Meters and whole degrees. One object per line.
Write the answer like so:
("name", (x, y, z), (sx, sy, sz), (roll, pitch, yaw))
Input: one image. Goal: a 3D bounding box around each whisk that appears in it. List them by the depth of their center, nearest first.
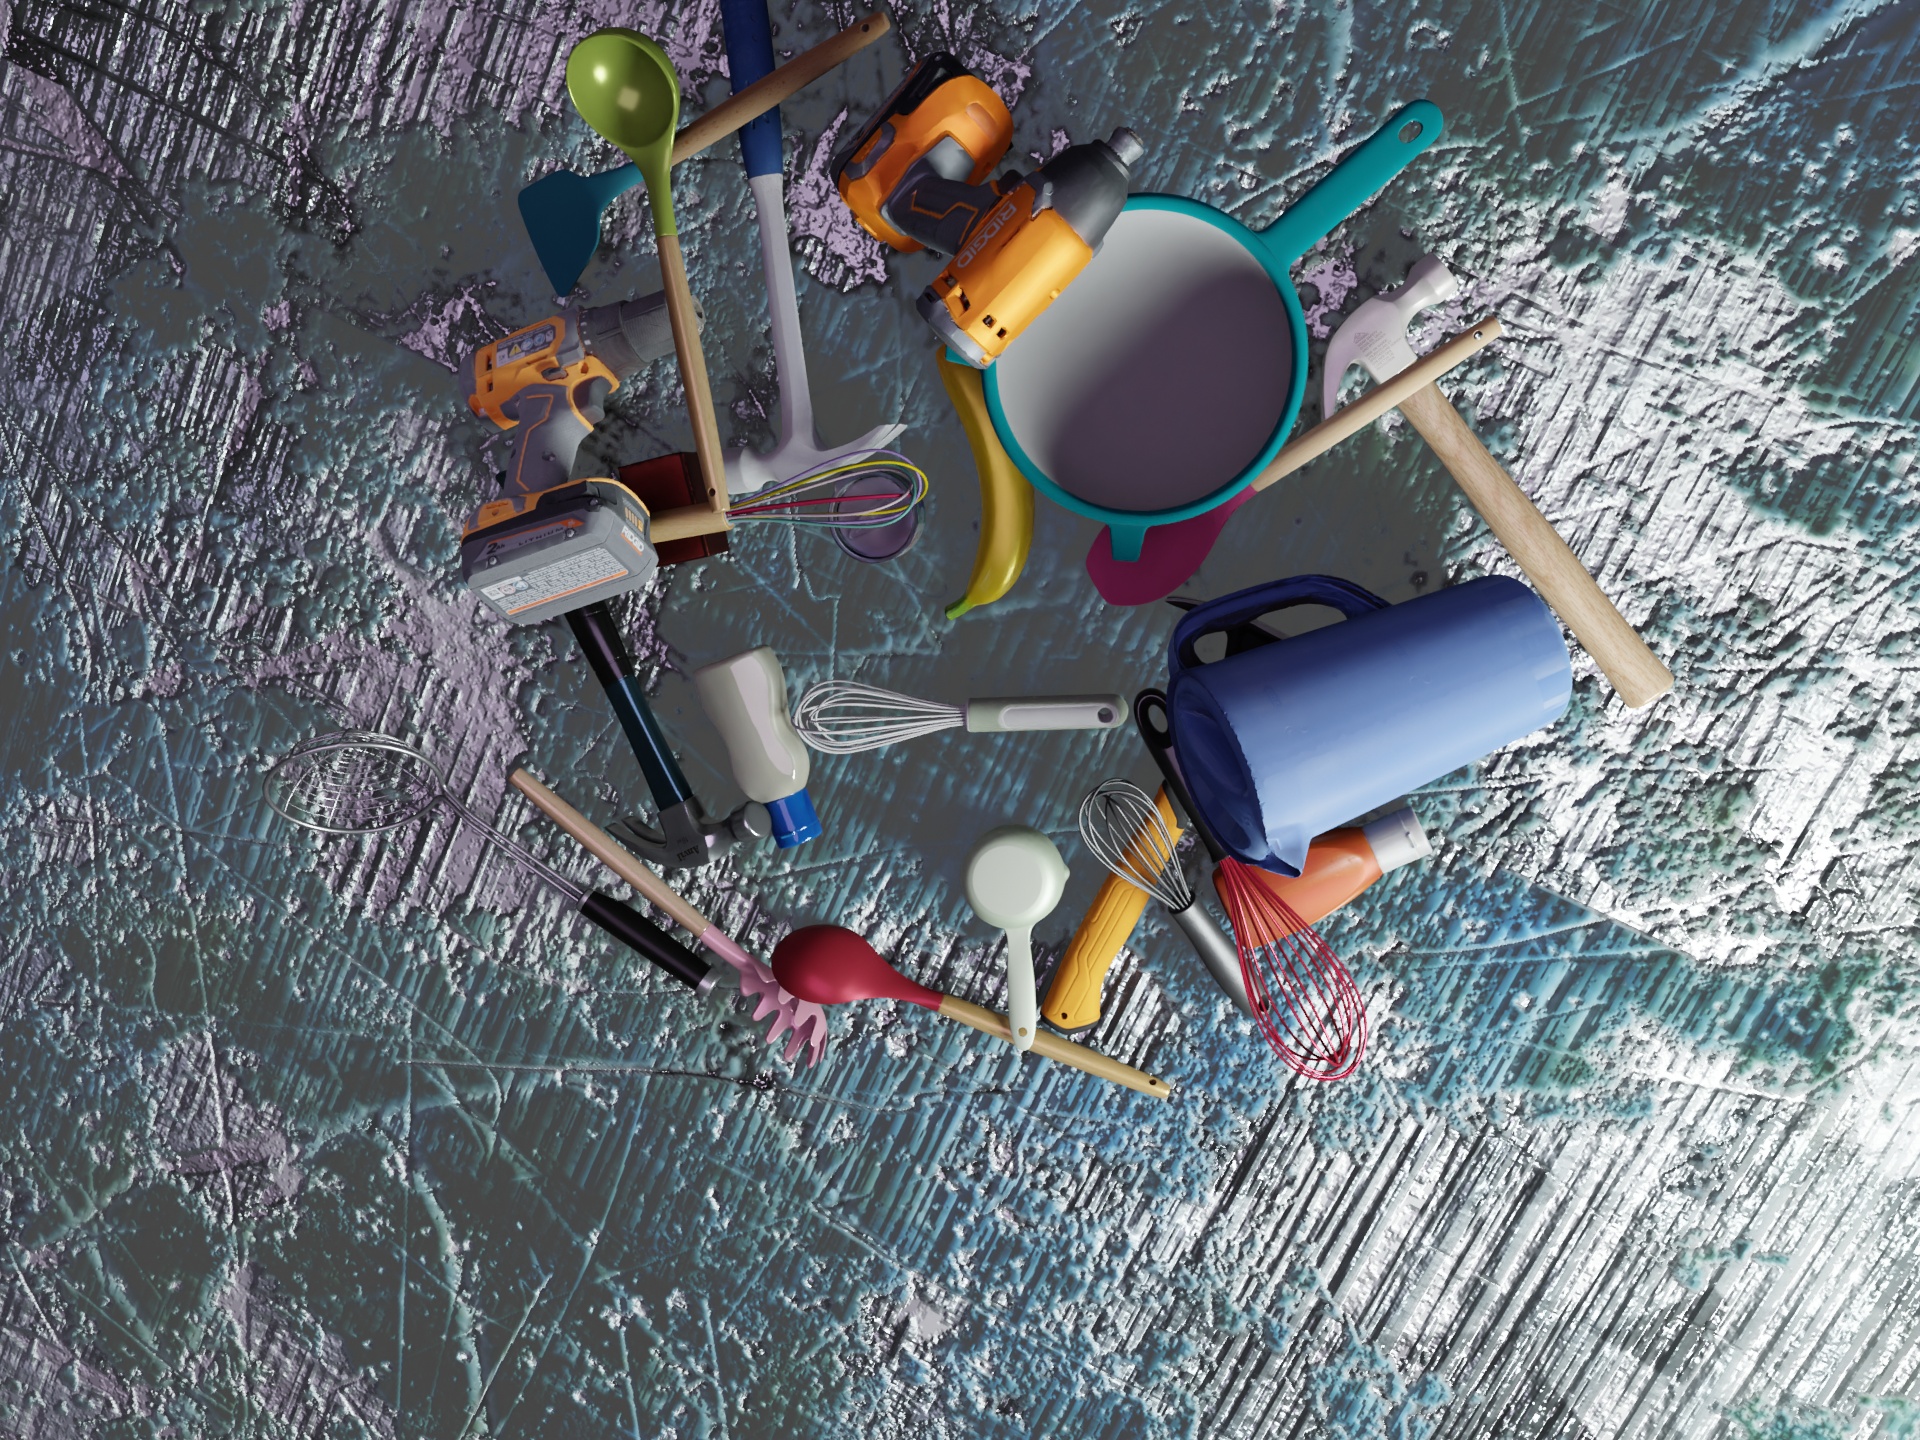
("whisk", (0.193, 0.110, 1.092), (0.073, 0.073, 0.296), (-28, 84, 13))
("whisk", (-0.140, -0.144, 1.105), (0.245, 0.047, 0.051), (-8, 85, 15))
("whisk", (0.156, 0.132, 1.119), (0.055, 0.055, 0.238), (-32, 115, 13))
("whisk", (-0.002, -0.004, 1.155), (0.246, 0.059, 0.057), (-2, 111, 6))

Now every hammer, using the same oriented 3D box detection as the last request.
("hammer", (0.364, -0.144, 1.074), (0.130, 0.031, 0.331), (-38, 92, 13))
("hammer", (-0.129, -0.369, 1.112), (0.144, 0.035, 0.405), (-4, 97, 24))
("hammer", (0.136, 0.077, 1.150), (0.127, 0.034, 0.337), (27, 103, 4))
("hammer", (-0.260, -0.042, 1.188), (0.128, 0.033, 0.331), (-25, 90, 31))

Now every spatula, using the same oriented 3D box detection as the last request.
("spatula", (-0.182, -0.400, 1.098), (0.317, 0.044, 0.082), (-23, 91, 20))

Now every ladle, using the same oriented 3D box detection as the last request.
("ladle", (-0.198, -0.297, 1.062), (0.078, 0.062, 0.320), (-8, 95, 28))
("ladle", (0.009, 0.223, 1.194), (0.315, 0.069, 0.031), (21, 142, 1))

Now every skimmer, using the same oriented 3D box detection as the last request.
("skimmer", (-0.354, 0.123, 1.216), (0.363, 0.090, 0.127), (34, 136, 0))

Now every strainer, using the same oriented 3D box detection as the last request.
("strainer", (0.171, -0.279, 1.054), (0.340, 0.095, 0.211), (-40, 93, 12))

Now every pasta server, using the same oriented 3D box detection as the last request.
("pasta server", (-0.219, 0.147, 1.201), (0.316, 0.040, 0.060), (41, 144, -7))

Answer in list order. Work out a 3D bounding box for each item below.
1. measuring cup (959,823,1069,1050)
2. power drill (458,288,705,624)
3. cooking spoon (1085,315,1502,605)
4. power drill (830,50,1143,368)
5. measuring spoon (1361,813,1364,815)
("measuring cup", (0.040, 0.160, 1.165), (0.083, 0.038, 0.167), (-4, 88, 10))
("power drill", (-0.260, -0.196, 1.107), (0.185, 0.084, 0.226), (-17, 59, 14))
("cooking spoon", (0.219, -0.174, 1.073), (0.319, 0.017, 0.069), (-32, 82, 25))
("power drill", (0.017, -0.338, 1.010), (0.164, 0.227, 0.084), (-44, 134, 14))
("measuring spoon", (0.252, 0.021, 1.104), (0.042, 0.021, 0.128), (-38, 113, 6))
